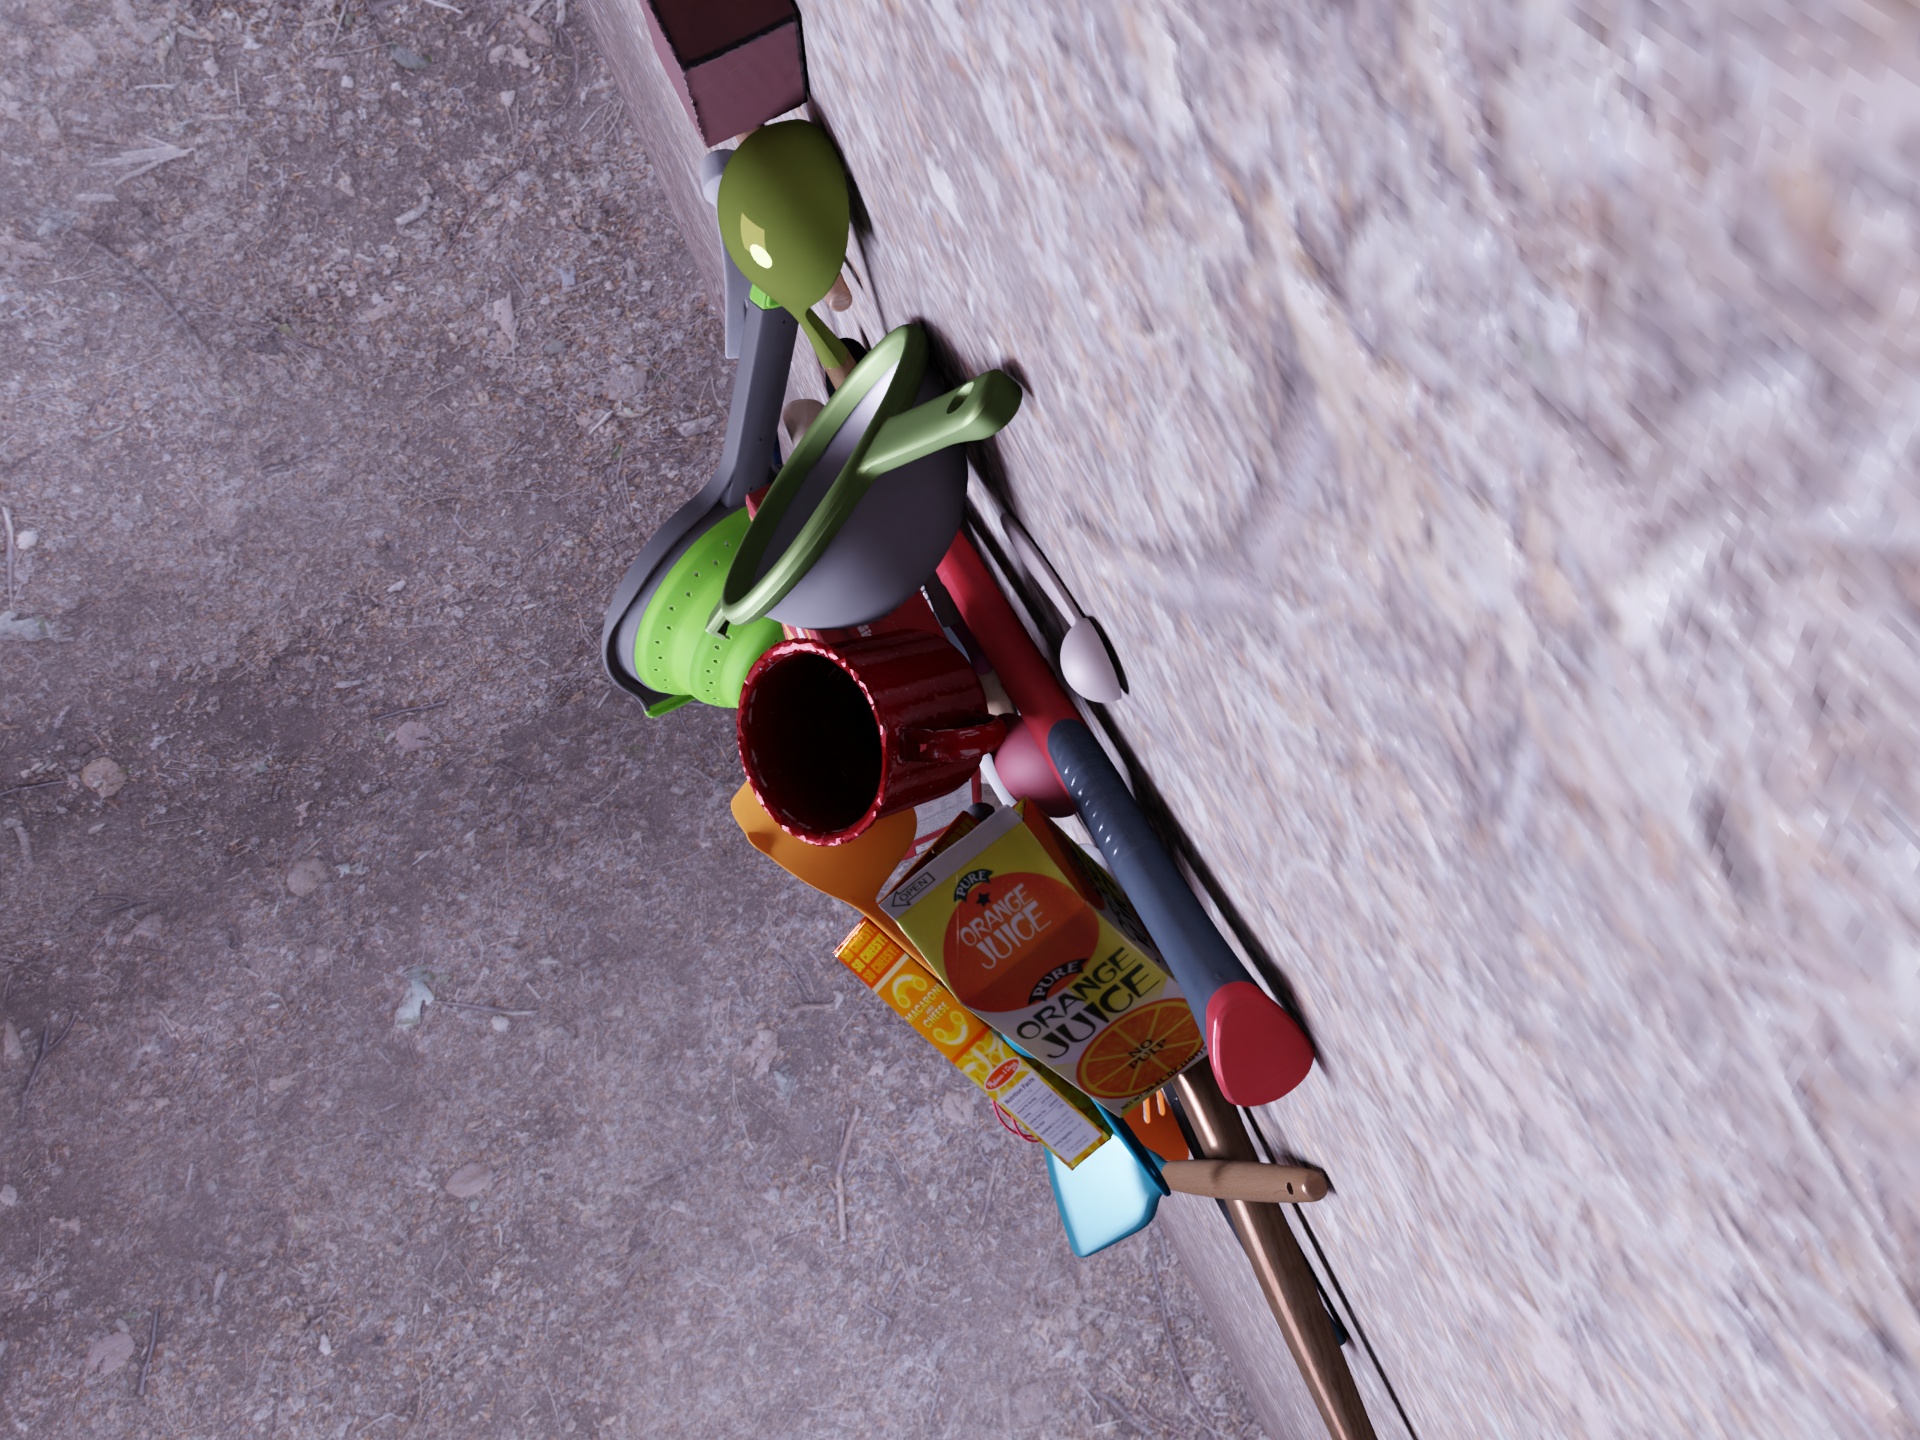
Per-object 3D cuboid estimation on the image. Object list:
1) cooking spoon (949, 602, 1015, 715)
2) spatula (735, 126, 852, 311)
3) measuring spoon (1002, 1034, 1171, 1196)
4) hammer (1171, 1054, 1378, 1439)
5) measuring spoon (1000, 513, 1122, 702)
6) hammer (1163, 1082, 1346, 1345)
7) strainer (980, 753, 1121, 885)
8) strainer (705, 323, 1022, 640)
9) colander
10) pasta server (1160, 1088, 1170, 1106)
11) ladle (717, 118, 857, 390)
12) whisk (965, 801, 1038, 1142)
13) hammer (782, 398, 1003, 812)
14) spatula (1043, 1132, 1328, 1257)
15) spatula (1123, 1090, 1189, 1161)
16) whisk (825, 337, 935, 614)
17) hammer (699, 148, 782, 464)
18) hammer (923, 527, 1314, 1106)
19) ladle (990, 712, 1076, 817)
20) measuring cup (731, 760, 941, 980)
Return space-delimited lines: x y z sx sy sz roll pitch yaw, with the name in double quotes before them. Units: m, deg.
"cooking spoon" 0.021 -0.021 1.028 0.069 0.017 0.318 43 165 35
"spatula" -0.117 -0.327 0.904 0.059 0.018 0.316 68 177 -54
"measuring spoon" 0.057 0.186 0.784 0.128 0.021 0.042 53 -171 4
"hammer" 0.182 0.323 0.826 0.331 0.031 0.130 67 160 14
"measuring spoon" 0.034 -0.048 0.645 0.124 0.018 0.034 -118 4 -47
"hammer" 0.140 0.235 0.977 0.331 0.033 0.128 62 177 35
"strainer" 0.050 0.078 0.980 0.259 0.050 0.086 -122 29 -48
"strainer" -0.017 -0.094 0.649 0.069 0.151 0.256 32 167 -20
"colander" -0.126 -0.127 1.075 0.094 0.204 0.396 41 138 20
"pasta server" 0.100 0.184 1.145 0.317 0.060 0.040 57 165 30
"ladle" -0.046 -0.179 0.817 0.078 0.062 0.319 57 180 26
"whisk" 0.037 0.168 0.994 0.073 0.073 0.295 -120 14 -54
"hammer" -0.074 -0.091 1.233 0.038 0.146 0.411 -51 52 42
"spatula" 0.111 0.244 0.832 0.317 0.044 0.082 129 127 -71
"spatula" 0.098 0.196 1.217 0.081 0.041 0.323 25 -157 -31
"whisk" -0.056 -0.144 1.017 0.284 0.070 0.070 80 164 -61
"hammer" -0.157 -0.248 1.226 0.405 0.035 0.144 98 163 -70
"hammer" 0.049 0.015 0.715 0.387 0.038 0.143 61 177 42
"ladle" -0.002 -0.003 1.017 0.316 0.031 0.069 38 151 65
"measuring cup" -0.035 0.069 0.777 0.174 0.052 0.095 39 -170 25
